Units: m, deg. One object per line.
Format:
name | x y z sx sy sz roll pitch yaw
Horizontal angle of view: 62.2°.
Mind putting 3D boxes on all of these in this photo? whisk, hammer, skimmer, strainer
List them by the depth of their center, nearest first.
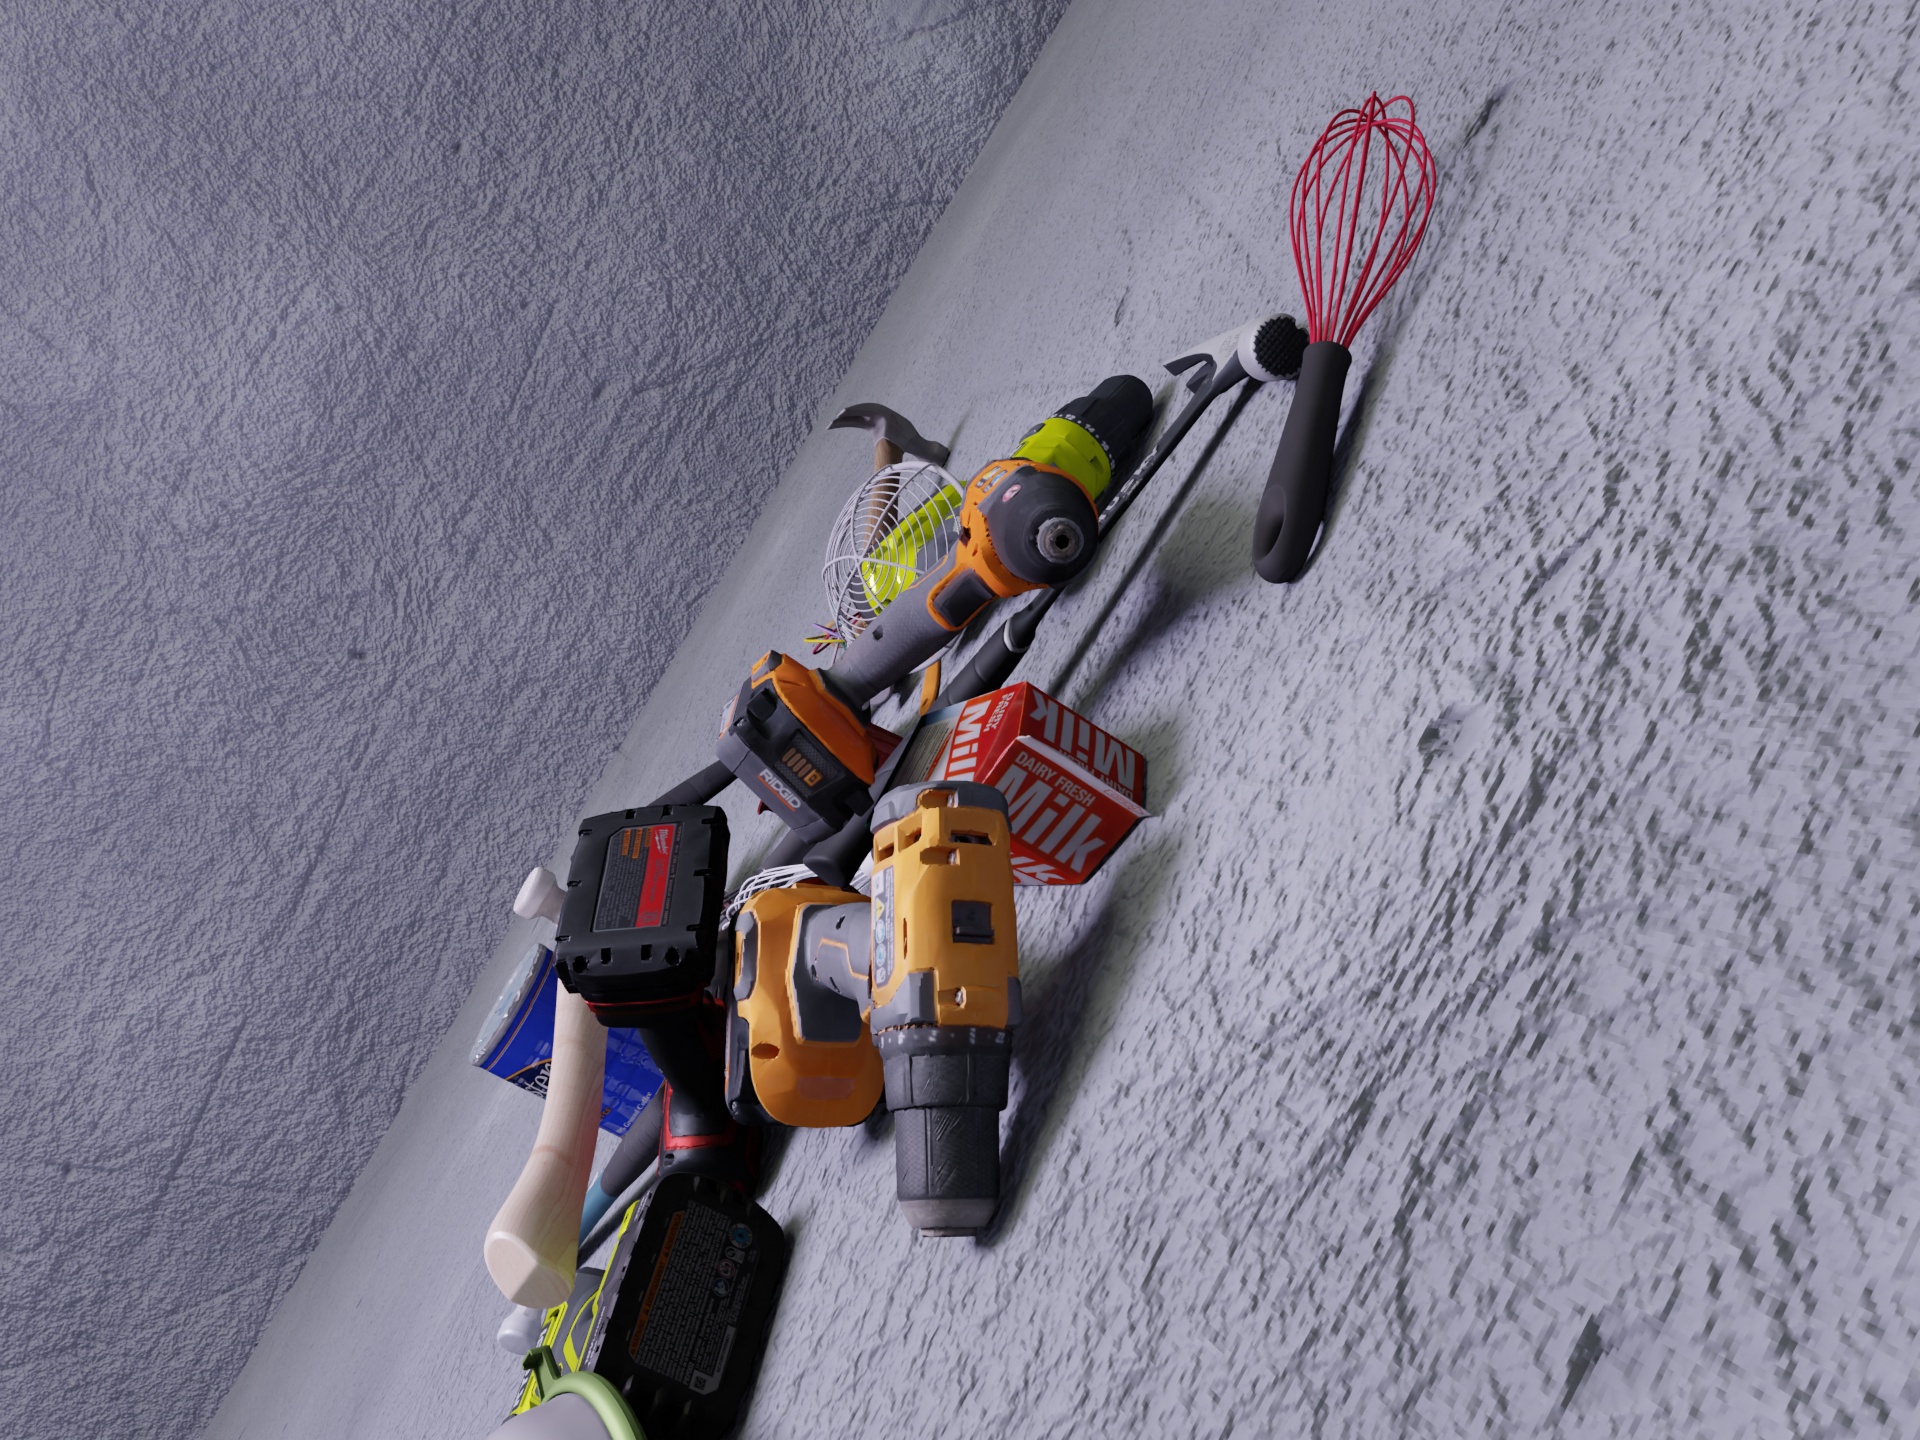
strainer | -0.152 0.360 0.637 0.256 0.069 0.151 -7 82 55
whisk | 0.183 -0.193 0.778 0.073 0.073 0.296 -31 38 60
hammer | 0.043 -0.067 0.926 0.409 0.036 0.149 -51 14 2
whisk | -0.068 0.097 1.004 0.284 0.070 0.070 -33 29 47
hammer | -0.238 0.227 1.022 0.038 0.146 0.411 -55 19 14
skimmer | -0.043 -0.046 1.075 0.363 0.090 0.127 98 155 -69
hammer | -0.235 0.313 1.105 0.331 0.033 0.128 -52 16 35
whisk | -0.139 0.112 1.147 0.239 0.055 0.055 -50 11 -25
whisk | -0.099 -0.068 1.250 0.047 0.051 0.245 -30 7 -3
hammer | -0.188 0.036 1.320 0.335 0.035 0.146 -34 14 11
hammer | -0.076 -0.194 1.518 0.031 0.130 0.332 -42 30 34

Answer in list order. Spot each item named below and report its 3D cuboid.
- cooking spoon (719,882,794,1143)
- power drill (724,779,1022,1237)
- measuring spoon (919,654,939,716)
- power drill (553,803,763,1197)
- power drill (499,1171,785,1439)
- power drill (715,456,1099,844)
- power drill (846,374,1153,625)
cooking spoon | -0.144 0.223 1.056 0.068 0.017 0.319 -52 16 37
power drill | -0.040 0.143 0.732 0.226 0.084 0.185 145 128 -58
measuring spoon | -0.025 -0.035 1.198 0.021 0.011 0.117 -51 17 25
power drill | -0.155 0.148 0.915 0.188 0.080 0.226 -92 -5 -48
power drill | -0.184 0.349 0.838 0.223 0.080 0.171 -50 17 40
power drill | -0.021 -0.044 0.818 0.226 0.084 0.164 -44 13 3
power drill | 0.027 -0.143 1.098 0.190 0.080 0.228 -48 10 -27
